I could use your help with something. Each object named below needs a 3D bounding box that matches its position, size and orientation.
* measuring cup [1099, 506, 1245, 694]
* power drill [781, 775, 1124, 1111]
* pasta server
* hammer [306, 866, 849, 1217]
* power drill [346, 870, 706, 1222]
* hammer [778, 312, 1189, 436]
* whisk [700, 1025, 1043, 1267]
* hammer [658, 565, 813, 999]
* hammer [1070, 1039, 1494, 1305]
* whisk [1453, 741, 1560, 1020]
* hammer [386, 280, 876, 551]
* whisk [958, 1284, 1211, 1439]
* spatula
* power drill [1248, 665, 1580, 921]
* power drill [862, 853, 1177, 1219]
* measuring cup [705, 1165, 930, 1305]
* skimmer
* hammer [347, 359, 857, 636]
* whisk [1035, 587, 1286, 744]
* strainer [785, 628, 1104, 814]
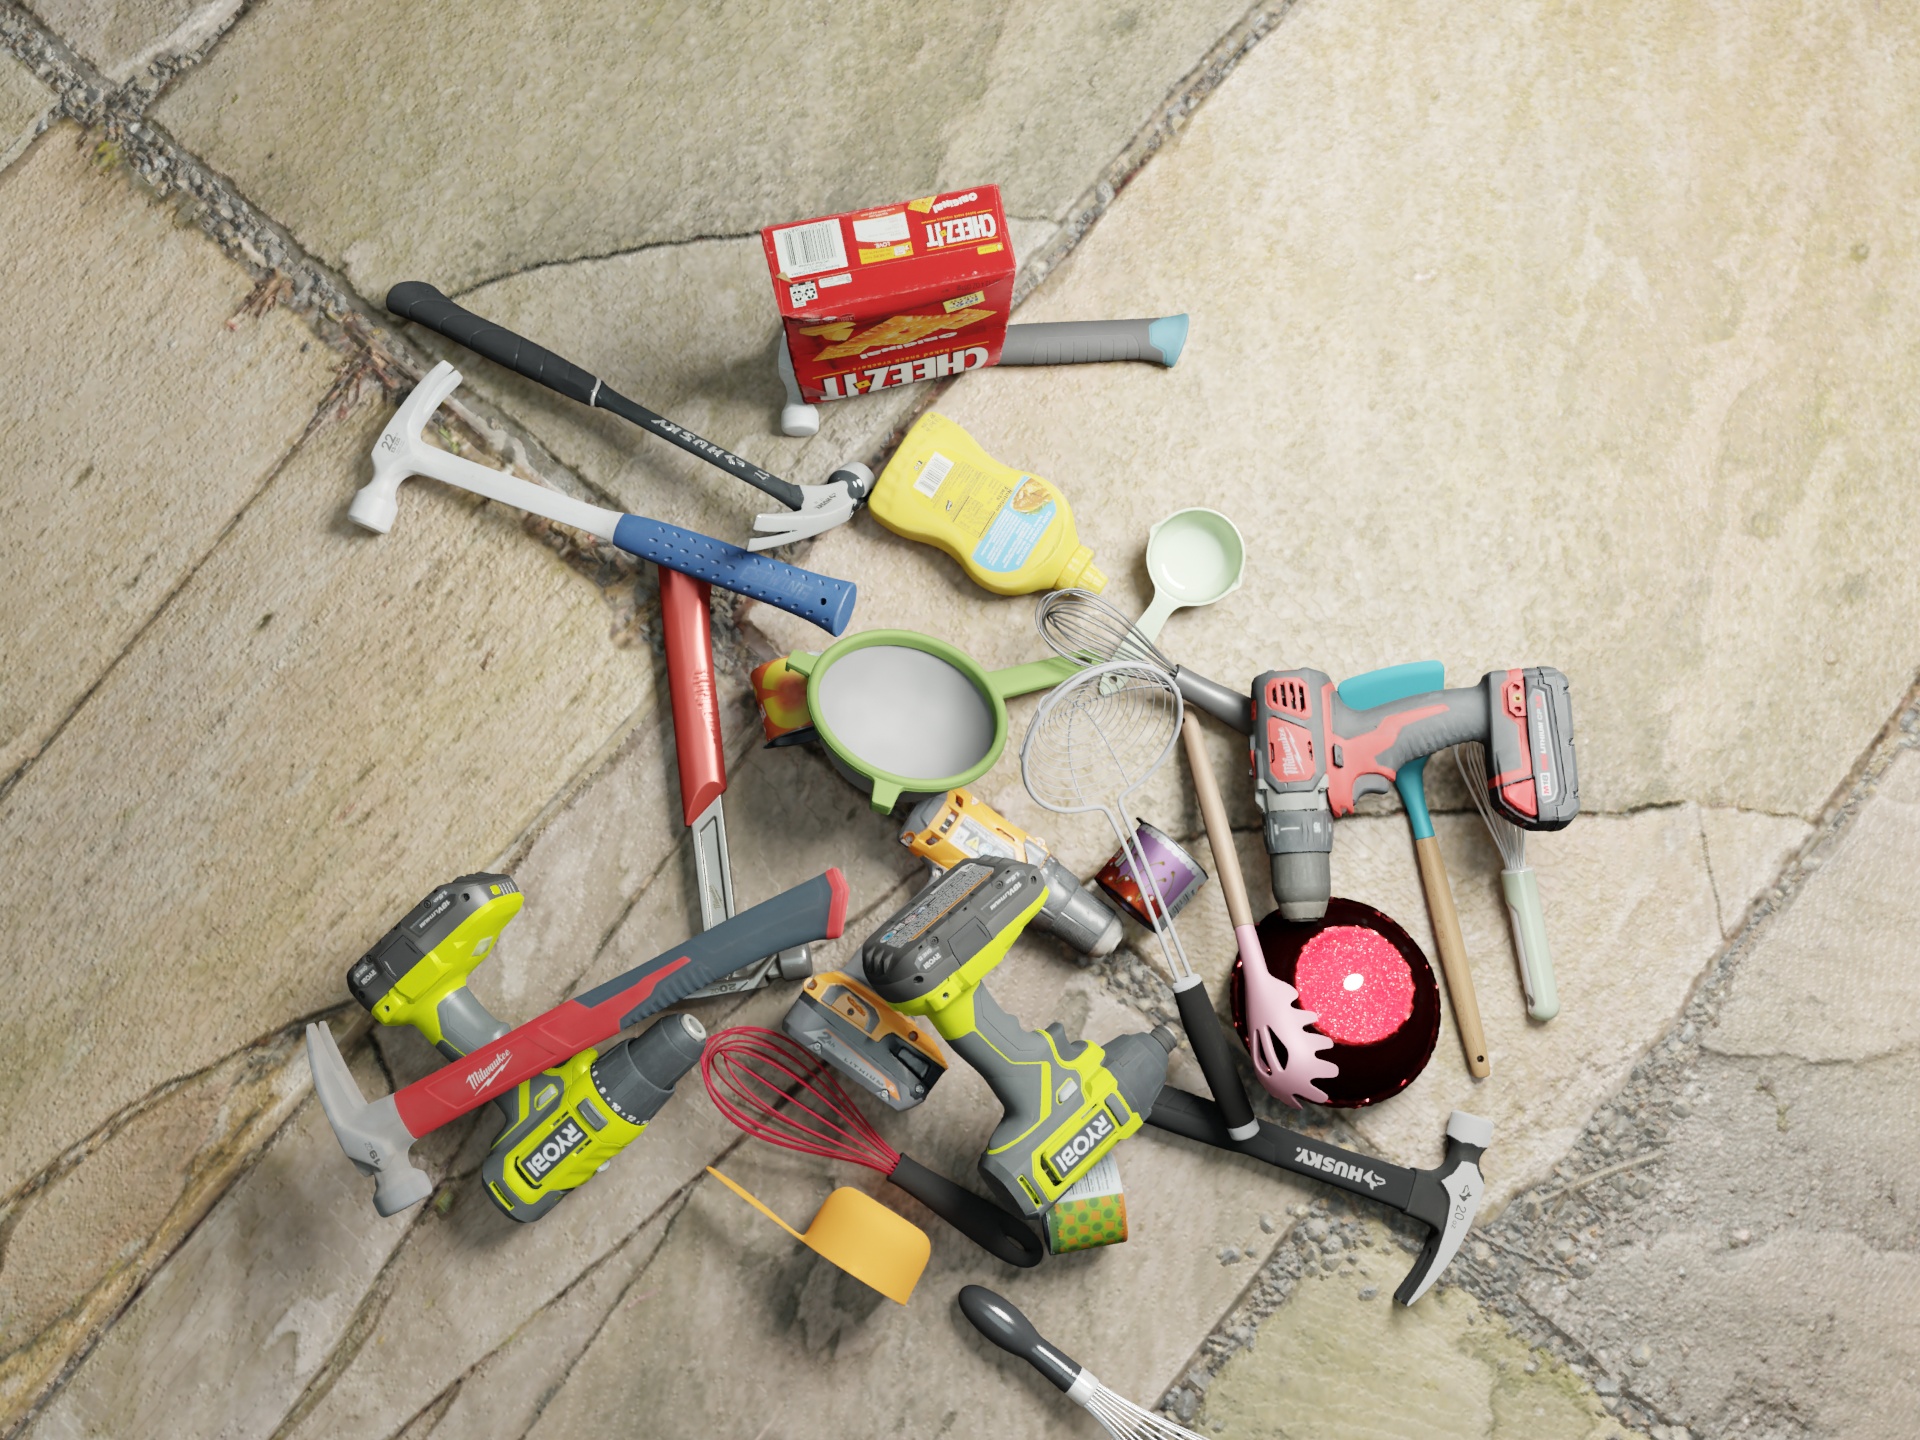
[{"bbox_3d":[0.159,-0.091,1.253,0.083,0.038,0.167,34,99,2],"label":"measuring cup"},{"bbox_3d":[-0.003,0.180,1.184,0.185,0.084,0.226,34,78,2],"label":"power drill"},{"bbox_3d":[0.208,0.129,1.178,0.060,0.040,0.316,-33,55,36],"label":"pasta server"},{"bbox_3d":[-0.258,0.190,1.103,0.386,0.038,0.143,-28,85,-2],"label":"hammer"},{"bbox_3d":[-0.313,0.223,1.158,0.190,0.080,0.228,-43,85,6],"label":"power drill"},{"bbox_3d":[0.019,-0.300,1.279,0.331,0.033,0.128,-3,82,-2],"label":"hammer"},{"bbox_3d":[-0.065,0.318,1.170,0.296,0.073,0.073,33,82,-2],"label":"whisk"},{"bbox_3d":[-0.209,0.032,1.222,0.149,0.036,0.359,-8,82,-2],"label":"hammer"},{"bbox_3d":[0.219,0.317,1.185,0.335,0.035,0.146,18,81,2],"label":"hammer"},{"bbox_3d":[0.423,0.107,1.216,0.059,0.058,0.246,-10,86,-1],"label":"whisk"},{"bbox_3d":[-0.271,-0.244,1.236,0.409,0.149,0.036,28,123,9],"label":"hammer"},{"bbox_3d":[0.114,0.501,1.148,0.285,0.070,0.070,37,82,9],"label":"whisk"},{"bbox_3d":[0.361,0.115,1.215,0.082,0.044,0.317,-13,83,4],"label":"spatula"},{"bbox_3d":[0.327,0.050,1.165,0.227,0.080,0.188,-4,82,12],"label":"power drill"},{"bbox_3d":[0.047,0.211,1.114,0.171,0.080,0.223,-38,106,-21],"label":"power drill"},{"bbox_3d":[-0.100,0.353,1.150,0.173,0.095,0.052,32,73,8],"label":"measuring cup"},{"bbox_3d":[0.147,0.133,1.118,0.127,0.090,0.363,-23,94,-13],"label":"skimmer"},{"bbox_3d":[-0.269,-0.155,1.219,0.405,0.035,0.144,20,84,11],"label":"hammer"},{"bbox_3d":[0.164,-0.035,1.223,0.239,0.055,0.055,27,82,-10],"label":"whisk"},{"bbox_3d":[-0.002,-0.004,1.200,0.256,0.069,0.152,-15,57,-32],"label":"strainer"}]
